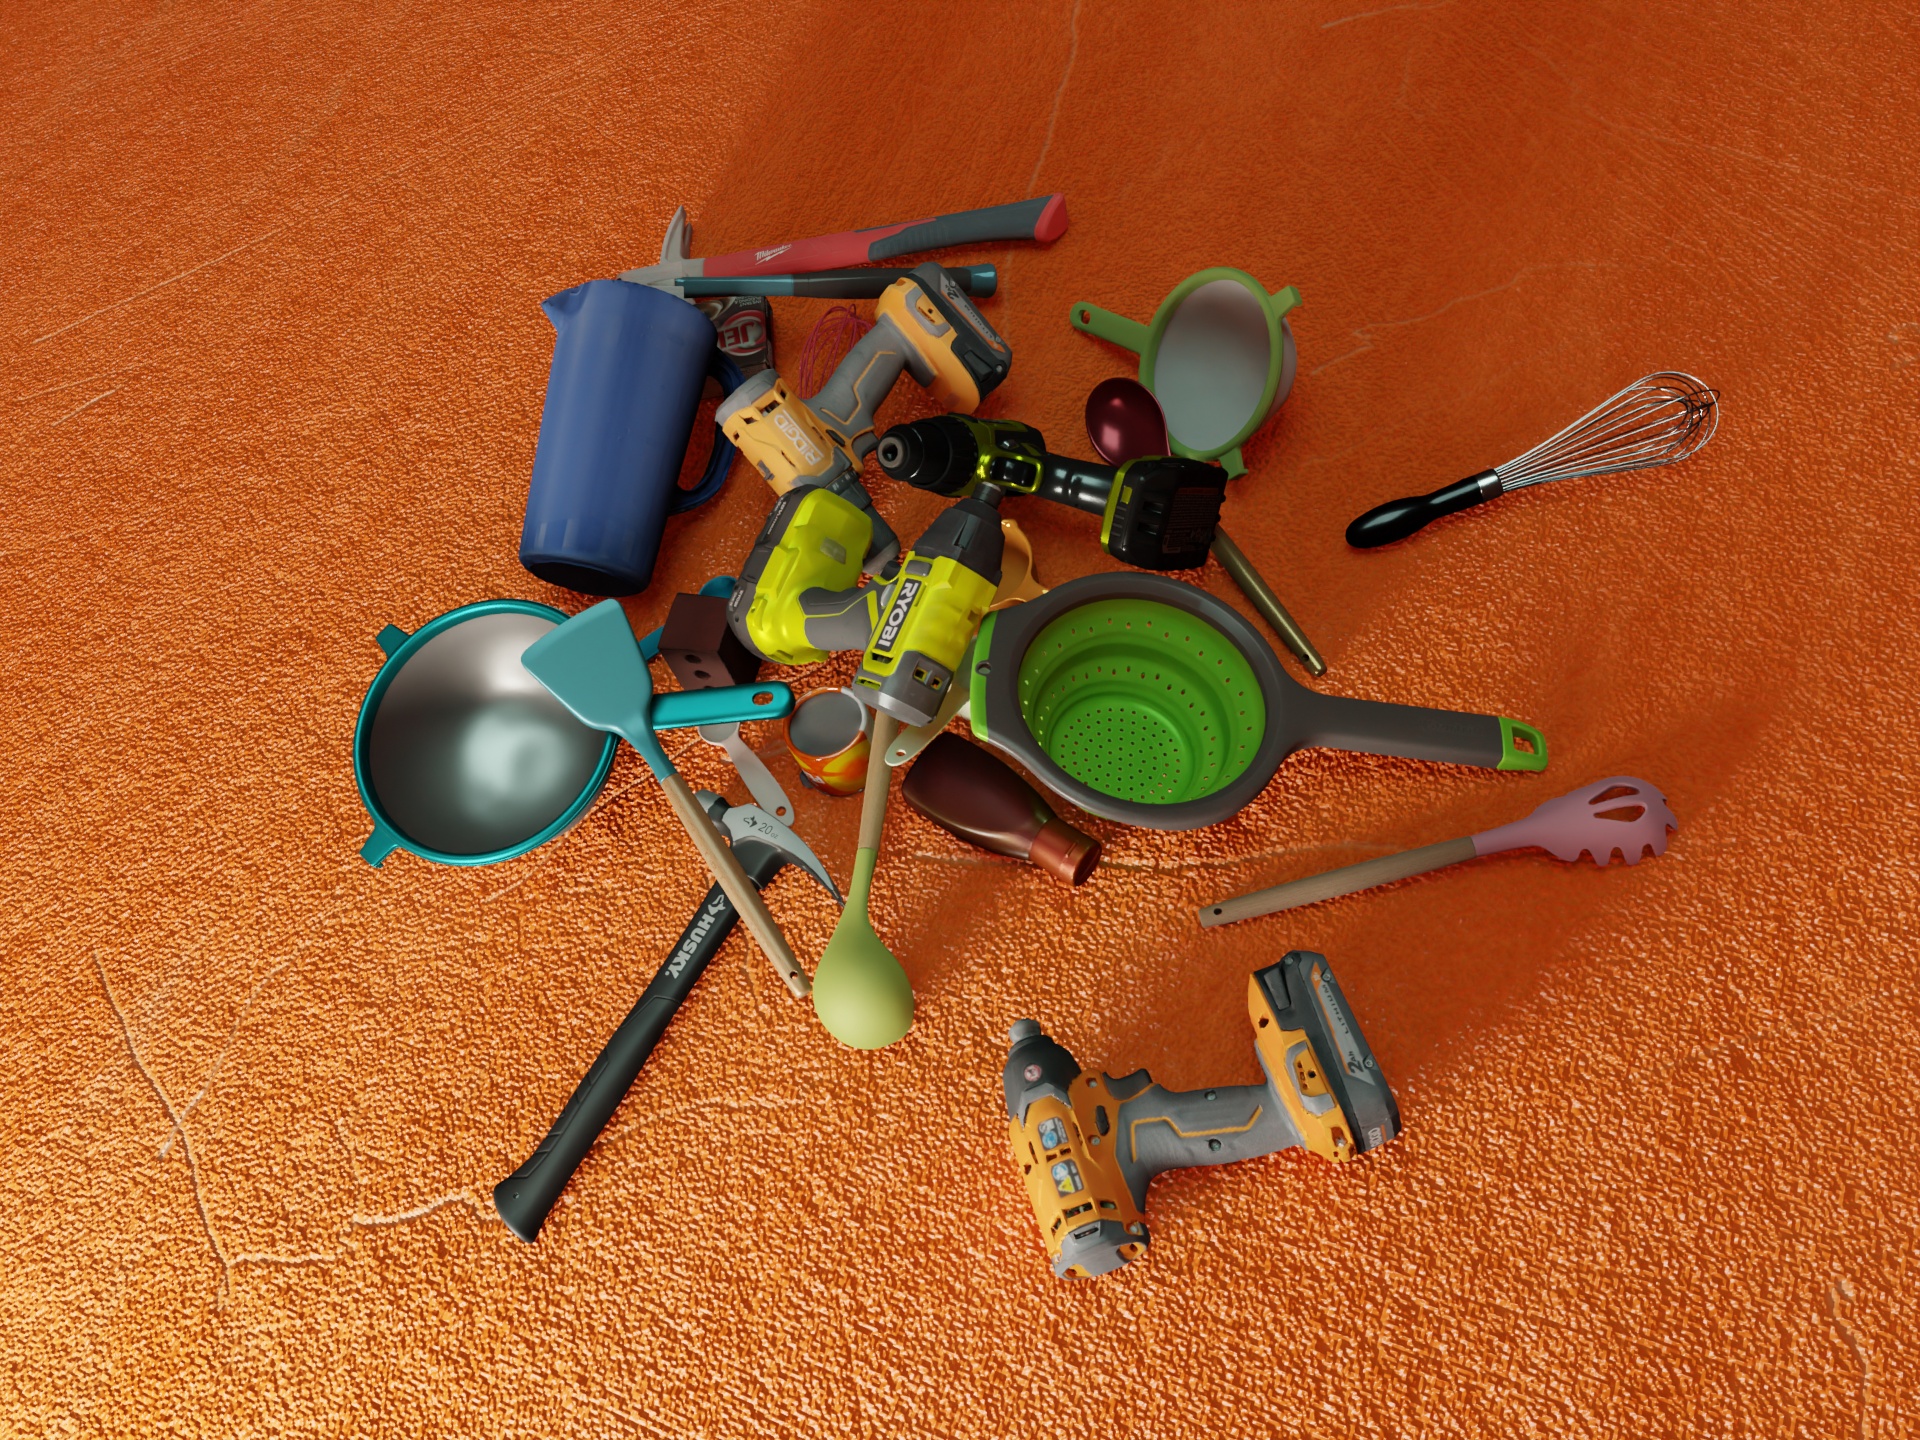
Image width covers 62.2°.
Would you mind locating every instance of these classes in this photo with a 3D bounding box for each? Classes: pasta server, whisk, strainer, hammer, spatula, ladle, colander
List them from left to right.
[{"bbox_3d":[-0.285,0.013,1.219,0.340,0.095,0.211,-6,70,6],"label":"strainer"},{"bbox_3d":[-0.213,0.210,1.117,0.146,0.035,0.335,22,67,26],"label":"hammer"},{"bbox_3d":[-0.195,0.060,1.118,0.082,0.044,0.318,-33,74,-9],"label":"spatula"},{"bbox_3d":[-0.134,-0.382,1.393,0.331,0.128,0.033,-4,101,-8],"label":"hammer"},{"bbox_3d":[-0.122,-0.229,1.345,0.073,0.073,0.296,6,66,17],"label":"whisk"},{"bbox_3d":[-0.093,-0.452,1.481,0.386,0.038,0.143,-7,57,10],"label":"hammer"},{"bbox_3d":[-0.053,0.072,1.126,0.078,0.062,0.320,-17,55,40],"label":"ladle"},{"bbox_3d":[0.188,-0.301,1.305,0.069,0.151,0.257,-1,25,-36],"label":"strainer"},{"bbox_3d":[0.190,-0.152,1.230,0.069,0.031,0.316,-53,54,33],"label":"ladle"},{"bbox_3d":[0.200,0.014,1.108,0.397,0.094,0.205,7,57,-2],"label":"colander"},{"bbox_3d":[0.314,0.095,1.058,0.316,0.040,0.060,-16,57,9],"label":"pasta server"},{"bbox_3d":[0.423,-0.186,1.183,0.284,0.070,0.070,-21,57,8],"label":"whisk"}]

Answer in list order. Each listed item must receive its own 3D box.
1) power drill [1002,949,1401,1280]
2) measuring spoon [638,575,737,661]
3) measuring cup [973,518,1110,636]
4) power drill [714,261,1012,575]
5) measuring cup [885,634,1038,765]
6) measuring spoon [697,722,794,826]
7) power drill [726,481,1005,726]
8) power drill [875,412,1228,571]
[{"bbox_3d":[0.138,0.229,0.990,0.226,0.084,0.164,-24,56,4],"label":"power drill"},{"bbox_3d":[-0.229,-0.072,1.304,0.128,0.021,0.042,-34,58,4],"label":"measuring spoon"},{"bbox_3d":[0.050,-0.088,1.219,0.174,0.052,0.095,31,71,26],"label":"measuring cup"},{"bbox_3d":[-0.061,-0.244,1.301,0.226,0.084,0.185,-42,96,-19],"label":"power drill"},{"bbox_3d":[-0.002,-0.004,1.157,0.083,0.038,0.167,26,47,25],"label":"measuring cup"},{"bbox_3d":[-0.161,0.037,1.222,0.034,0.018,0.124,-35,64,-8],"label":"measuring spoon"},{"bbox_3d":[-0.063,-0.099,1.146,0.223,0.080,0.171,17,81,50],"label":"power drill"},{"bbox_3d":[0.065,-0.179,1.188,0.229,0.190,0.080,21,107,27],"label":"power drill"}]
